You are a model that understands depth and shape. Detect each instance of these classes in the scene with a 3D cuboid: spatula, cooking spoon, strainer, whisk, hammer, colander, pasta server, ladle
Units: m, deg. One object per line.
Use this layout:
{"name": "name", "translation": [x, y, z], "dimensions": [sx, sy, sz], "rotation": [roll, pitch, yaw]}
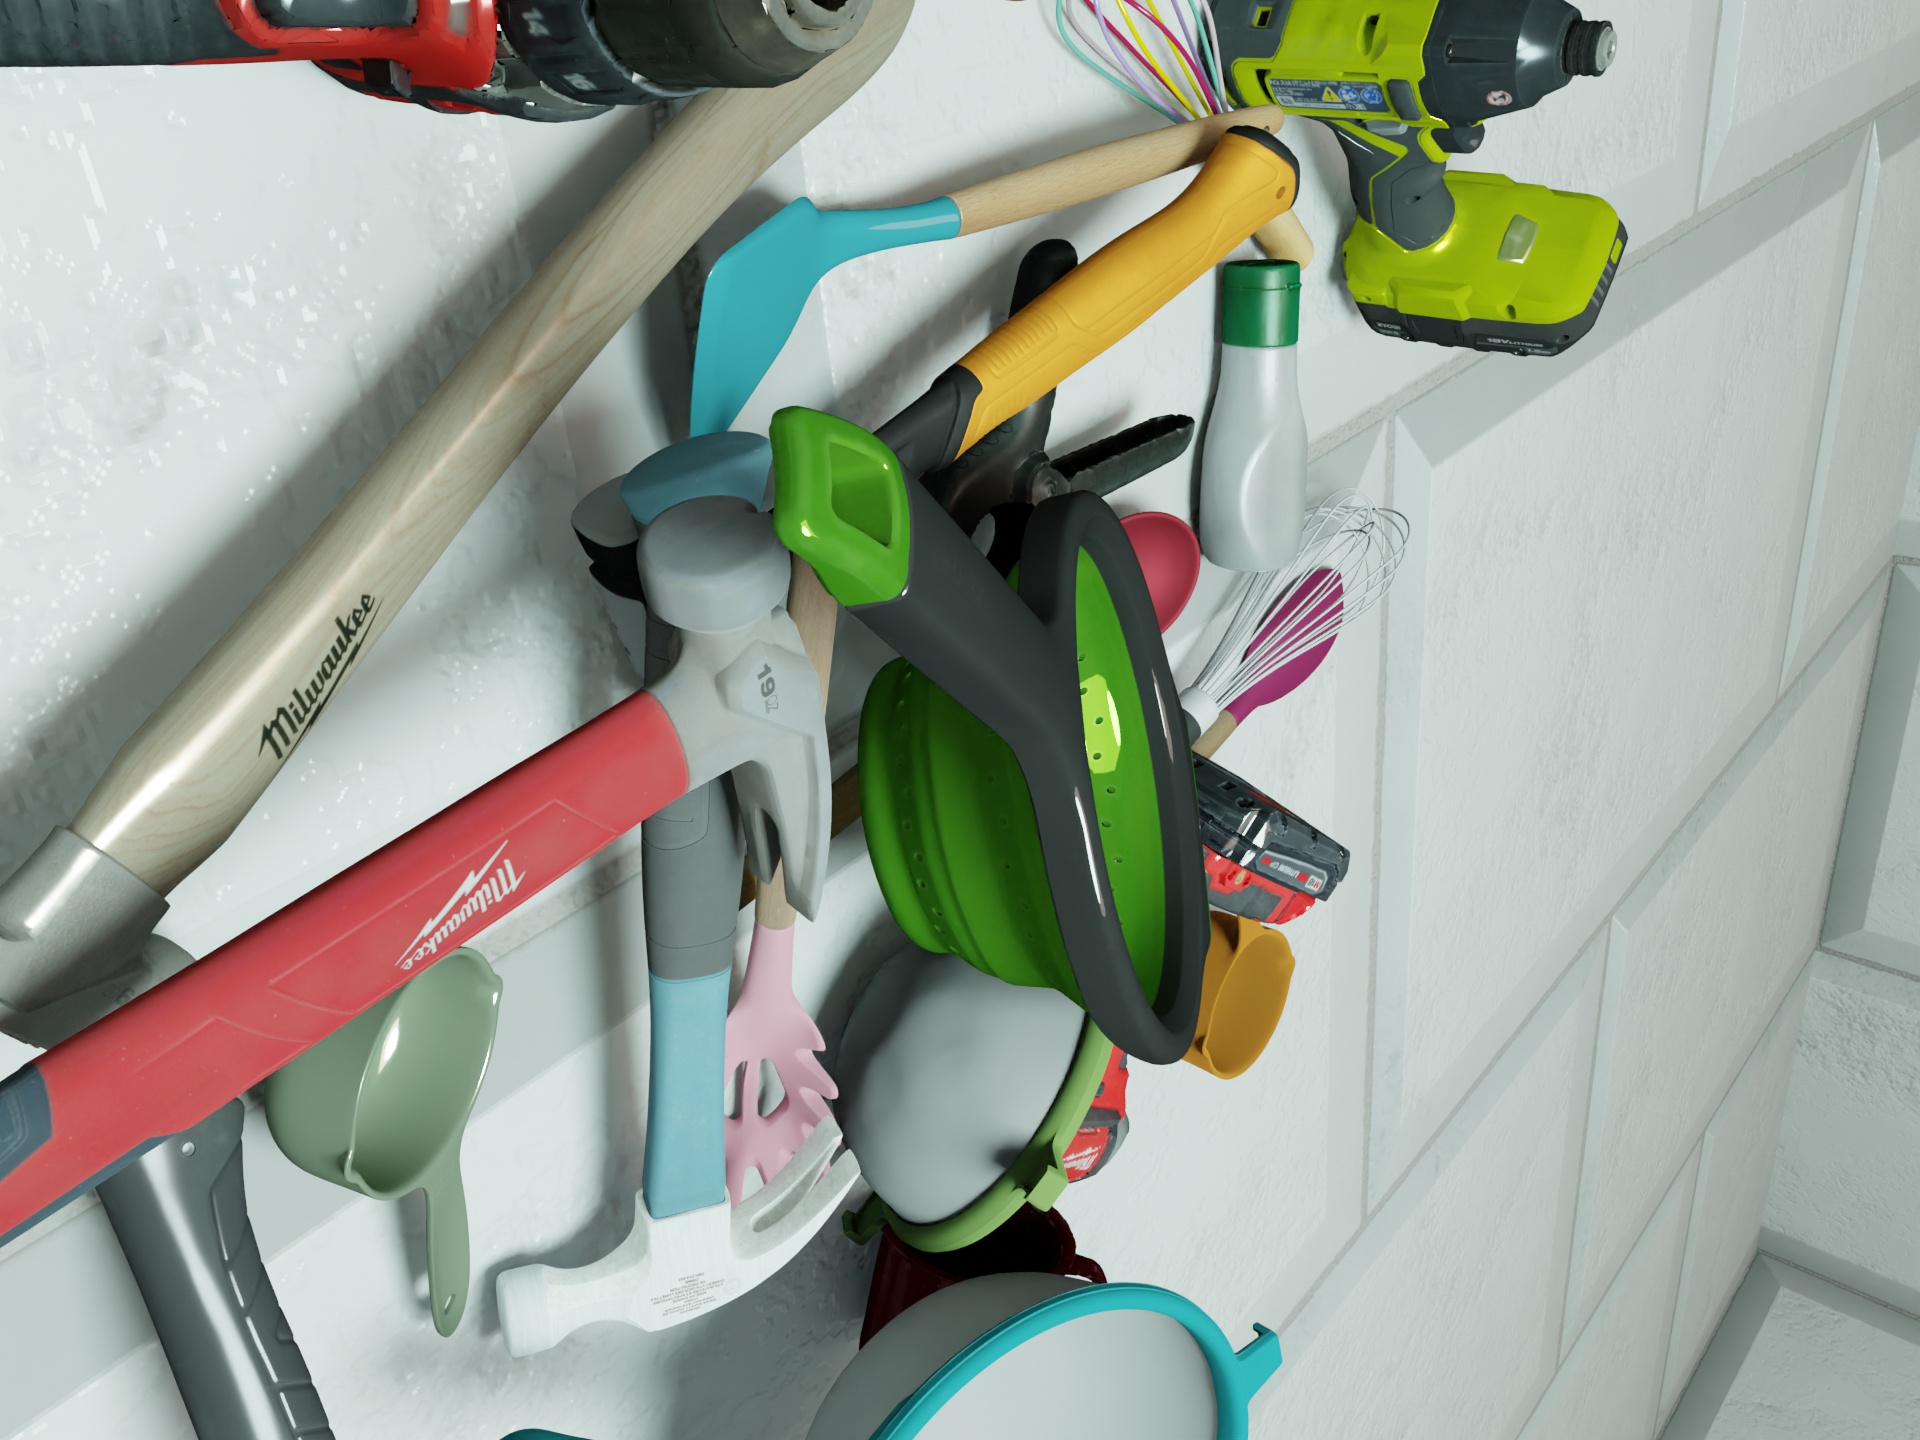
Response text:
{"name": "spatula", "translation": [0.021, -0.184, 0.588], "dimensions": [0.317, 0.044, 0.082], "rotation": [-29, 153, -32]}
{"name": "cooking spoon", "translation": [0.128, 0.014, 0.846], "dimensions": [0.319, 0.017, 0.068], "rotation": [-42, 135, -34]}
{"name": "strainer", "translation": [-0.037, 0.280, 0.604], "dimensions": [0.340, 0.095, 0.211], "rotation": [27, 88, -36]}
{"name": "whisk", "translation": [0.107, -0.257, 0.692], "dimensions": [0.051, 0.047, 0.244], "rotation": [-46, 148, 11]}
{"name": "strainer", "translation": [0.008, 0.093, 0.684], "dimensions": [0.069, 0.151, 0.257], "rotation": [33, 54, -19]}
{"name": "hammer", "translation": [-0.184, 0.093, 0.358], "dimensions": [0.386, 0.038, 0.143], "rotation": [-35, 143, -29]}
{"name": "colander", "translation": [-0.003, 0.005, 0.505], "dimensions": [0.396, 0.094, 0.205], "rotation": [38, 45, -66]}
{"name": "pasta server", "translation": [-0.062, 0.053, 0.564], "dimensions": [0.060, 0.040, 0.316], "rotation": [-1, 122, -19]}
{"name": "whisk", "translation": [0.139, -0.025, 0.815], "dimensions": [0.284, 0.070, 0.070], "rotation": [-45, 135, -24]}
{"name": "ladle", "translation": [-0.001, -0.002, 0.675], "dimensions": [0.315, 0.031, 0.069], "rotation": [-38, 129, -33]}
{"name": "hammer", "translation": [-0.125, -0.096, 0.436], "dimensions": [0.411, 0.038, 0.146], "rotation": [-58, 171, -22]}
{"name": "hammer", "translation": [-0.090, 0.069, 0.523], "dimensions": [0.128, 0.033, 0.330], "rotation": [-6, 118, -25]}
{"name": "hammer", "translation": [0.013, -0.117, 0.587], "dimensions": [0.337, 0.034, 0.127], "rotation": [-41, 142, -23]}
{"name": "hammer", "translation": [-0.178, 0.259, 0.448], "dimensions": [0.146, 0.035, 0.334], "rotation": [-27, 101, -55]}

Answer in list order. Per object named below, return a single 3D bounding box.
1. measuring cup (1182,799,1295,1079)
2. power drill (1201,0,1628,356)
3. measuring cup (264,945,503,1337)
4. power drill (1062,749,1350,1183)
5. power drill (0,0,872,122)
{"name": "measuring cup", "translation": [0.137, 0.113, 0.872], "dimensions": [0.095, 0.052, 0.173], "rotation": [-32, 125, -40]}
{"name": "power drill", "translation": [0.228, -0.260, 0.739], "dimensions": [0.223, 0.171, 0.080], "rotation": [32, 79, -55]}
{"name": "measuring cup", "translation": [-0.179, 0.137, 0.501], "dimensions": [0.083, 0.038, 0.167], "rotation": [-61, 162, -53]}
{"name": "power drill", "translation": [0.085, 0.127, 0.767], "dimensions": [0.143, 0.079, 0.219], "rotation": [26, 99, -53]}
{"name": "power drill", "translation": [-0.148, -0.145, 0.309], "dimensions": [0.226, 0.188, 0.080], "rotation": [-22, 122, -40]}
